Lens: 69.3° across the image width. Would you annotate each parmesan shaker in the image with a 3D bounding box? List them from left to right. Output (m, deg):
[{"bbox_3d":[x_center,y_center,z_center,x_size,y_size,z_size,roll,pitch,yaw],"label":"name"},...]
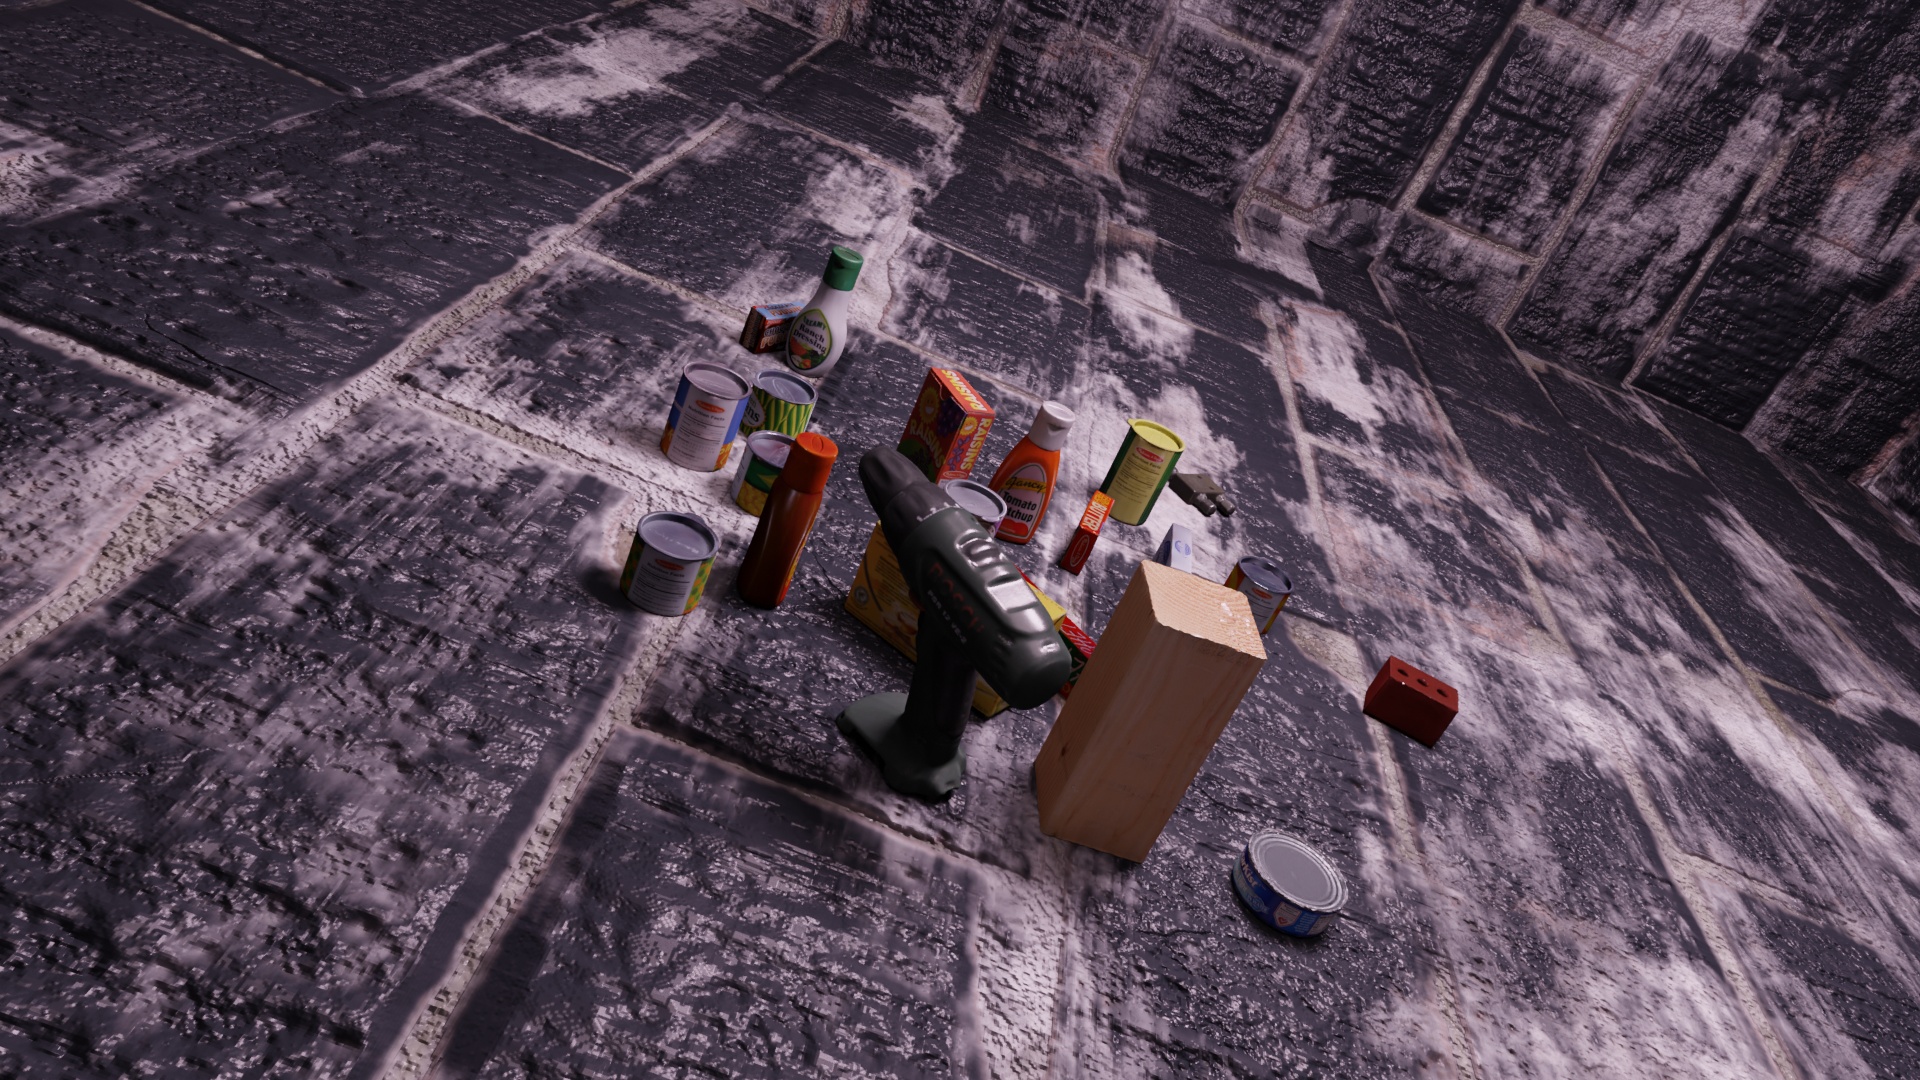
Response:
[{"bbox_3d":[0.200,-0.078,1.573,0.071,0.102,0.071,19,28,-11],"label":"parmesan shaker"}]

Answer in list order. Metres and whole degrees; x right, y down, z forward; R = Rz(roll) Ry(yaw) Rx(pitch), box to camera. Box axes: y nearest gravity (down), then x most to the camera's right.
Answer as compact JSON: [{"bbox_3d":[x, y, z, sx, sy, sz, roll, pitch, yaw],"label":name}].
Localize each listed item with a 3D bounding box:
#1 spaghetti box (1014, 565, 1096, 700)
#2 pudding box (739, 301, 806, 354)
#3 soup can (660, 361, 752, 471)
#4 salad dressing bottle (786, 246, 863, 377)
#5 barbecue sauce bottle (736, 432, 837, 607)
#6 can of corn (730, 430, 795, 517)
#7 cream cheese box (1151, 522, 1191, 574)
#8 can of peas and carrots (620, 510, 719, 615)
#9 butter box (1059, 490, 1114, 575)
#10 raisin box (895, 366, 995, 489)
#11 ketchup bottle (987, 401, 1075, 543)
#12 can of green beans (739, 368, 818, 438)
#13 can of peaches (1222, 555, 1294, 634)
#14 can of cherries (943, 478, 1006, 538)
[{"bbox_3d":[0.085,0.095,1.238,0.029,0.050,0.251,-6,40,-44],"label":"spaghetti box"},{"bbox_3d":[-0.210,-0.245,1.592,0.030,0.049,0.084,38,30,23],"label":"pudding box"},{"bbox_3d":[-0.241,-0.118,1.312,0.071,0.083,0.072,19,28,-11],"label":"soup can"},{"bbox_3d":[-0.150,-0.256,1.554,0.064,0.147,0.044,31,28,13],"label":"salad dressing bottle"},{"bbox_3d":[-0.143,-0.019,1.149,0.044,0.147,0.065,17,28,-14],"label":"barbecue sauce bottle"},{"bbox_3d":[-0.173,-0.059,1.292,0.071,0.058,0.071,19,28,-11],"label":"can of corn"},{"bbox_3d":[0.221,0.028,1.459,0.024,0.053,0.104,23,28,-3],"label":"cream cheese box"},{"bbox_3d":[-0.233,0.017,1.112,0.071,0.058,0.071,19,28,-11],"label":"can of peas and carrots"},{"bbox_3d":[0.133,-0.009,1.454,0.024,0.053,0.104,27,28,4],"label":"butter box"},{"bbox_3d":[-0.020,-0.101,1.416,0.040,0.122,0.086,3,34,-35],"label":"raisin box"},{"bbox_3d":[0.070,-0.070,1.407,0.065,0.148,0.044,20,28,-9],"label":"ketchup bottle"},{"bbox_3d":[-0.185,-0.133,1.410,0.071,0.057,0.071,19,28,-11],"label":"can of green beans"},{"bbox_3d":[0.312,0.057,1.476,0.071,0.057,0.071,19,28,-11],"label":"can of peaches"},{"bbox_3d":[0.005,-0.017,1.360,0.071,0.058,0.072,19,28,-11],"label":"can of cherries"}]
